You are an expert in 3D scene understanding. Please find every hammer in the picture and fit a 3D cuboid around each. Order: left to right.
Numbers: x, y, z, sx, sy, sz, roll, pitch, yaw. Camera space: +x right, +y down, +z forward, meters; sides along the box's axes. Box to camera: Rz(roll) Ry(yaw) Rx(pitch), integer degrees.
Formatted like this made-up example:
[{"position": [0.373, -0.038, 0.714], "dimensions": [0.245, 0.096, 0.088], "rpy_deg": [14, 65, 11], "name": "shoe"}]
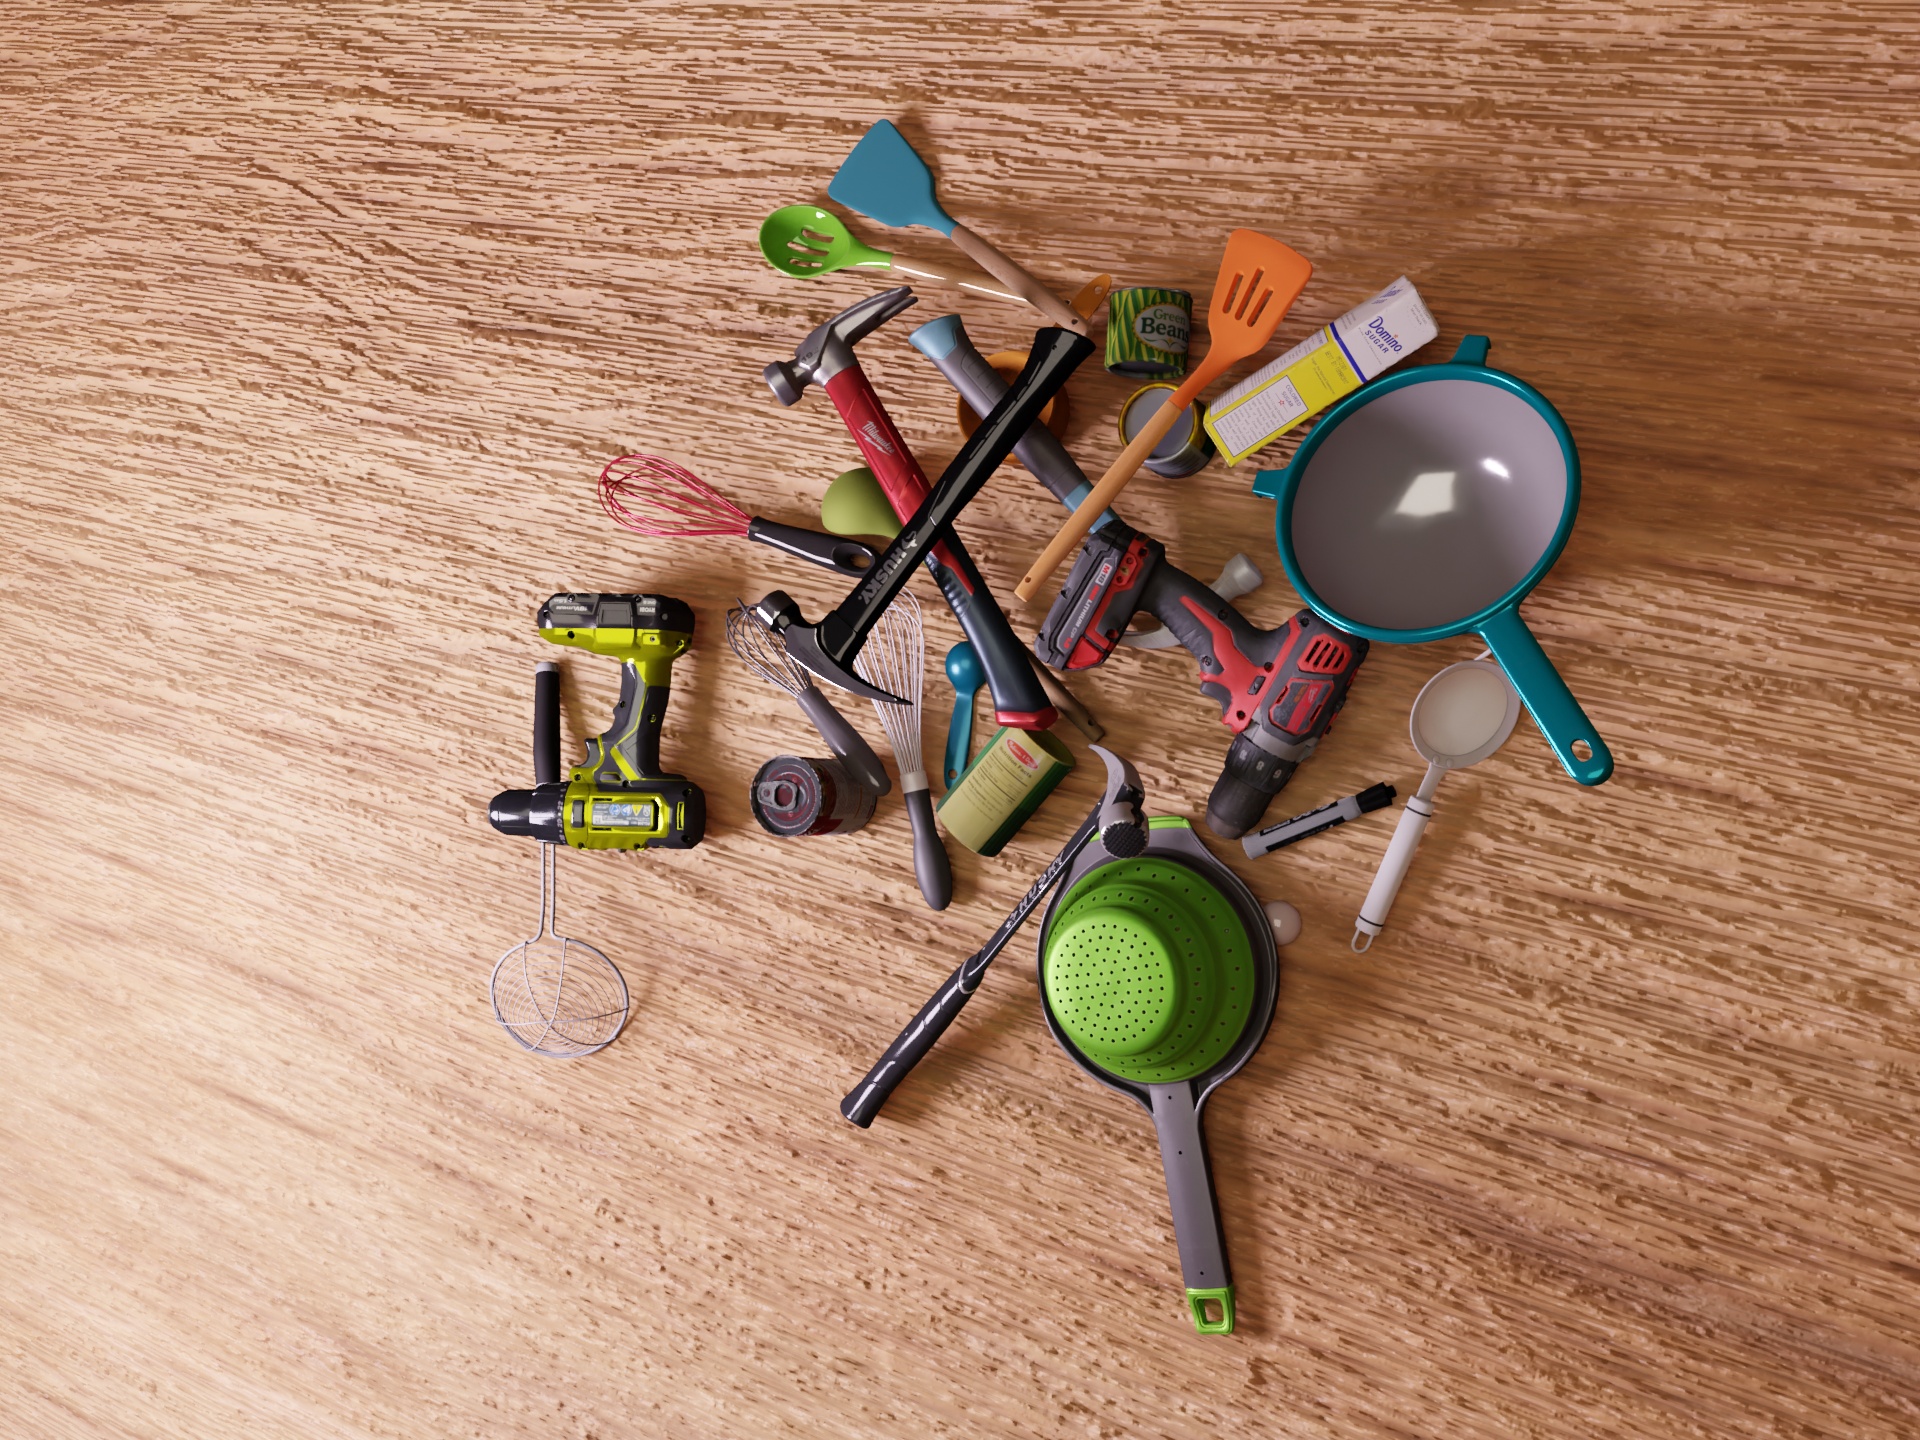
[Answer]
[{"position": [-0.014, -0.166, 1.277], "dimensions": [0.143, 0.038, 0.386], "rpy_deg": [-32, 75, 8], "name": "hammer"}, {"position": [-0.010, -0.163, 1.230], "dimensions": [0.146, 0.035, 0.334], "rpy_deg": [42, 100, 19], "name": "hammer"}, {"position": [0.018, 0.185, 1.264], "dimensions": [0.036, 0.149, 0.408], "rpy_deg": [31, 116, -13], "name": "hammer"}, {"position": [0.082, -0.193, 1.255], "dimensions": [0.128, 0.033, 0.331], "rpy_deg": [-42, 88, 20], "name": "hammer"}]

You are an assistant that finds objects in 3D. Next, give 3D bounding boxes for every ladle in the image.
[{"position": [0.003, -0.094, 1.326], "dimensions": [0.320, 0.078, 0.062], "rpy_deg": [47, 148, 11], "name": "ladle"}]

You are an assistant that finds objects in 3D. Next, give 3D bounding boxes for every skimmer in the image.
[{"position": [-0.377, 0.129, 1.487], "dimensions": [0.127, 0.090, 0.363], "rpy_deg": [-6, 73, 4], "name": "skimmer"}]

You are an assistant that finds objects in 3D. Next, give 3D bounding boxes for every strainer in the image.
[{"position": [0.338, 0.054, 1.166], "dimensions": [0.086, 0.050, 0.258], "rpy_deg": [16, 102, -19], "name": "strainer"}, {"position": [0.362, -0.090, 1.108], "dimensions": [0.211, 0.095, 0.341], "rpy_deg": [-33, 59, 18], "name": "strainer"}]

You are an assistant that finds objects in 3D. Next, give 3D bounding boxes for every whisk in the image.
[{"position": [-0.200, -0.177, 1.417], "dimensions": [0.296, 0.073, 0.073], "rpy_deg": [19, 95, 18], "name": "whisk"}, {"position": [-0.130, -0.022, 1.360], "dimensions": [0.055, 0.055, 0.239], "rpy_deg": [-48, 62, 14], "name": "whisk"}, {"position": [-0.047, 0.020, 1.337], "dimensions": [0.070, 0.070, 0.284], "rpy_deg": [-13, 86, 23], "name": "whisk"}]

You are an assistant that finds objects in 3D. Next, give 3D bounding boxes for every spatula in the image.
[{"position": [0.005, -0.398, 1.320], "dimensions": [0.082, 0.044, 0.318], "rpy_deg": [-50, 55, 9], "name": "spatula"}, {"position": [0.142, -0.222, 1.197], "dimensions": [0.322, 0.041, 0.081], "rpy_deg": [-51, 56, 3], "name": "spatula"}]

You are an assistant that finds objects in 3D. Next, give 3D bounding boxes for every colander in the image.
[{"position": [0.145, 0.274, 1.204], "dimensions": [0.204, 0.094, 0.397], "rpy_deg": [-13, 84, 28], "name": "colander"}]

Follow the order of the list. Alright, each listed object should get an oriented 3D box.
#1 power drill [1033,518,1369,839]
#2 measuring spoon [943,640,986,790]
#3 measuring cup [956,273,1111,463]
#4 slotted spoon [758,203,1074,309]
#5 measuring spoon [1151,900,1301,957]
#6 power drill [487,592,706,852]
[{"position": [0.171, -0.031, 1.207], "dimensions": [0.227, 0.080, 0.188], "rpy_deg": [28, 108, 5], "name": "power drill"}, {"position": [-0.002, -0.004, 1.332], "dimensions": [0.042, 0.021, 0.128], "rpy_deg": [7, 89, 25], "name": "measuring spoon"}, {"position": [0.073, -0.287, 1.301], "dimensions": [0.095, 0.052, 0.173], "rpy_deg": [44, 102, 20], "name": "measuring cup"}, {"position": [-0.036, -0.386, 1.368], "dimensions": [0.314, 0.031, 0.070], "rpy_deg": [20, 80, 22], "name": "slotted spoon"}, {"position": [0.202, 0.169, 1.232], "dimensions": [0.124, 0.018, 0.034], "rpy_deg": [-19, 80, 22], "name": "measuring spoon"}, {"position": [-0.325, 0.004, 1.427], "dimensions": [0.190, 0.080, 0.228], "rpy_deg": [1, 87, 4], "name": "power drill"}]
